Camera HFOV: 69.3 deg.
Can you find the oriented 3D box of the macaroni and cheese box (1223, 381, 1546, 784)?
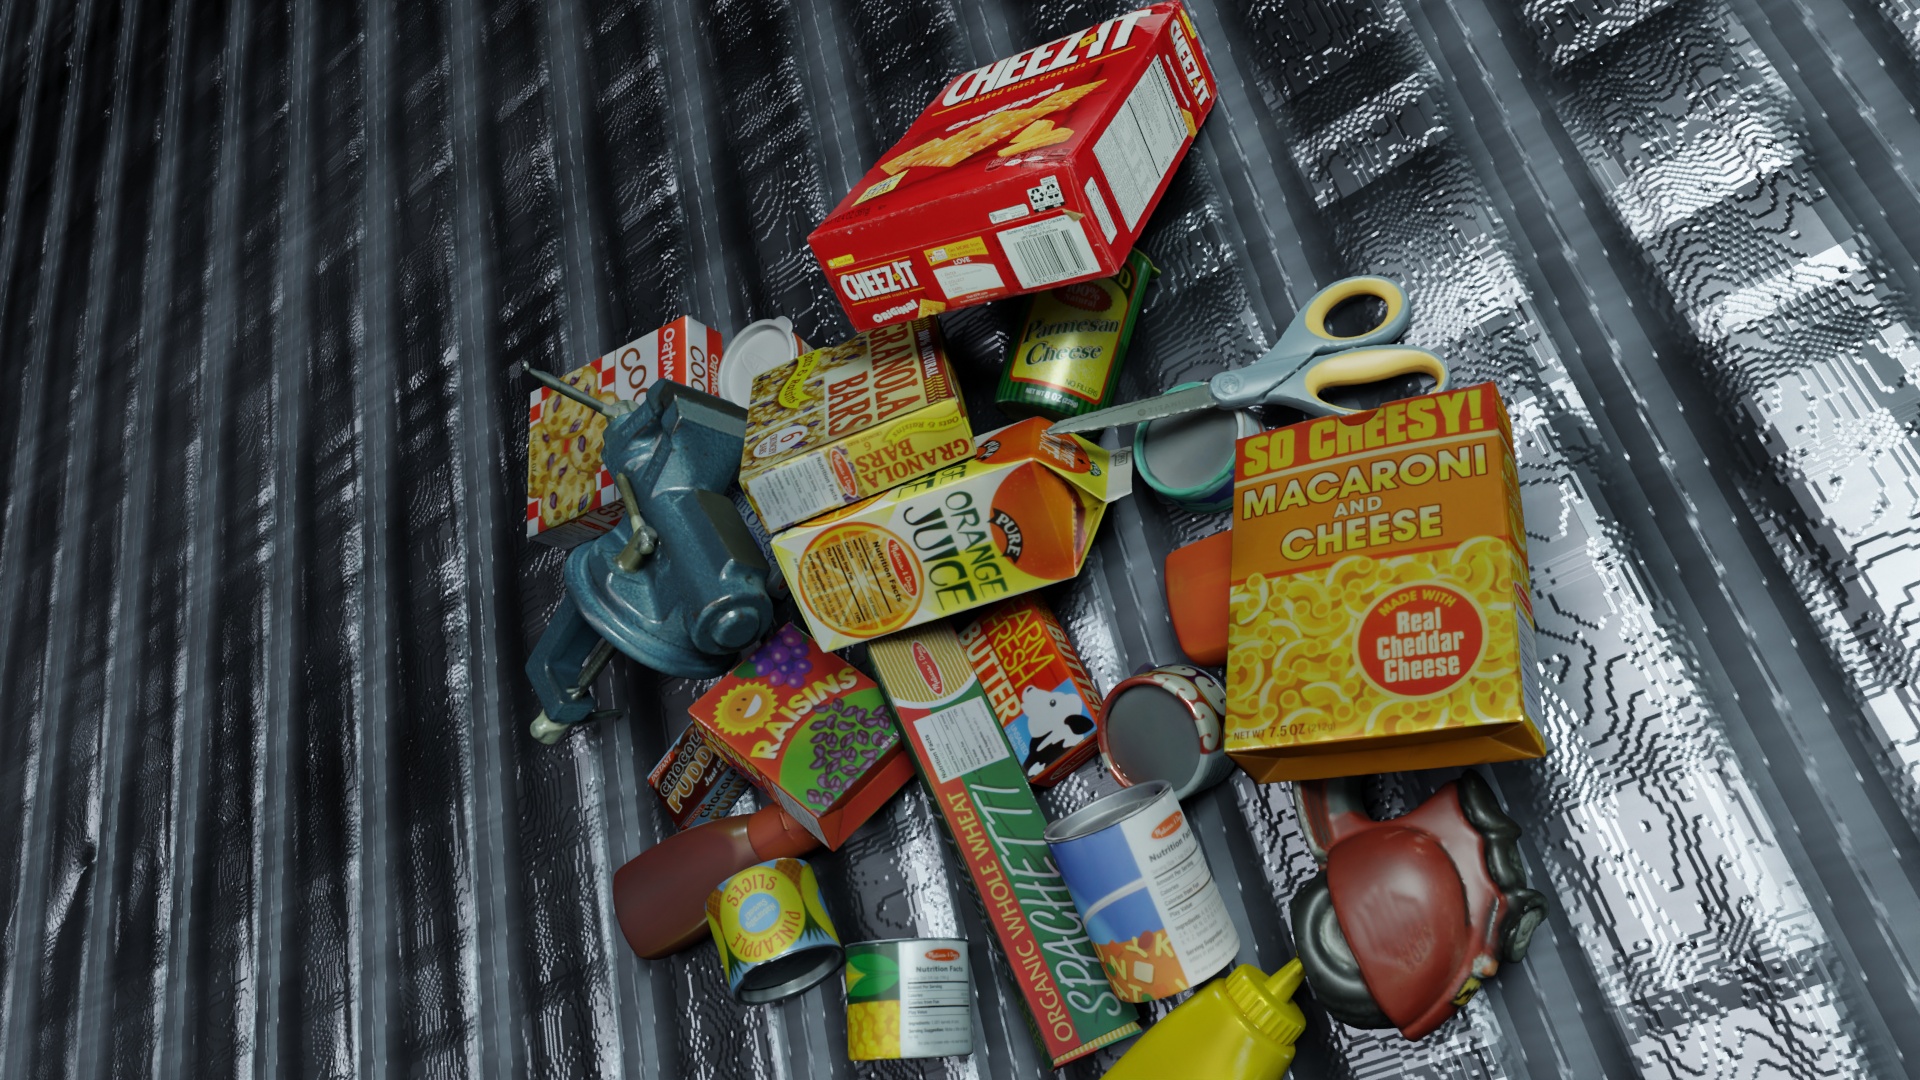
[{"bbox_3d":[0.182,0.017,0.611,0.123,0.040,0.167,-12,53,30],"label":"macaroni and cheese box"}]

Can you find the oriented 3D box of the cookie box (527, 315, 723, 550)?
[{"bbox_3d":[-0.244,-0.076,1.012,0.167,0.040,0.123,-19,64,30],"label":"cookie box"}]

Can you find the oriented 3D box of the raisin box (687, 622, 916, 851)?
[{"bbox_3d":[-0.087,0.111,0.812,0.123,0.040,0.086,30,61,36],"label":"raisin box"}]

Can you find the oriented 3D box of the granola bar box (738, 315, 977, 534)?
[{"bbox_3d":[-0.061,-0.075,0.805,0.124,0.039,0.166,-20,26,4],"label":"granola bar box"}]

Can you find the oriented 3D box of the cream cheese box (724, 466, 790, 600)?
[{"bbox_3d":[-0.133,-0.013,0.921,0.053,0.024,0.104,-51,53,8],"label":"cream cheese box"}]

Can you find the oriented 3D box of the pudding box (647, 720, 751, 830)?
[{"bbox_3d":[-0.155,0.138,0.880,0.083,0.030,0.050,-50,53,10],"label":"pudding box"}]

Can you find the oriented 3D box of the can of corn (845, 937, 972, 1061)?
[{"bbox_3d":[-0.029,0.242,0.733,0.071,0.071,0.058,-16,66,30],"label":"can of corn"}]

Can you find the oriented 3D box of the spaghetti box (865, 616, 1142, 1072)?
[{"bbox_3d":[0.017,0.150,0.731,0.050,0.028,0.251,-19,62,-14],"label":"spaghetti box"}]

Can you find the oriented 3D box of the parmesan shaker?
[{"bbox_3d":[0.067,-0.115,0.792,0.071,0.071,0.103,11,81,37],"label":"parmesan shaker"}]

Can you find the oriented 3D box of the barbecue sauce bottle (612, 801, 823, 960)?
[{"bbox_3d":[-0.144,0.197,0.842,0.148,0.043,0.065,-33,66,21],"label":"barbecue sauce bottle"}]

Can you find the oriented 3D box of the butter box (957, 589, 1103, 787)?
[{"bbox_3d":[0.041,0.078,0.766,0.053,0.024,0.104,-40,56,18],"label":"butter box"}]

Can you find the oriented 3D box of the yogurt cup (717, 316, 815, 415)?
[{"bbox_3d":[-0.119,-0.106,0.925,0.072,0.054,0.072,-12,68,32],"label":"yogurt cup"}]

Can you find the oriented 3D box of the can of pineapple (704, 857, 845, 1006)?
[{"bbox_3d":[-0.107,0.222,0.792,0.071,0.071,0.058,-40,56,18],"label":"can of pineapple"}]

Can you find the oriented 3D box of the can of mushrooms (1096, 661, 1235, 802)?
[{"bbox_3d":[0.102,0.095,0.698,0.071,0.033,0.071,8,102,40],"label":"can of mushrooms"}]

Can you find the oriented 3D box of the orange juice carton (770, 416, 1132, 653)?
[{"bbox_3d":[0.003,-0.010,0.762,0.192,0.072,0.072,-18,19,13],"label":"orange juice carton"}]

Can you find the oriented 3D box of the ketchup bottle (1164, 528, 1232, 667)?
[{"bbox_3d":[0.175,0.013,0.683,0.148,0.043,0.065,-22,59,27],"label":"ketchup bottle"}]

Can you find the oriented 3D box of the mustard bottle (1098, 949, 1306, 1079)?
[{"bbox_3d":[0.114,0.246,0.641,0.160,0.049,0.065,-51,53,9],"label":"mustard bottle"}]

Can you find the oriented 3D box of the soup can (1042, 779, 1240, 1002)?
[{"bbox_3d":[0.084,0.166,0.662,0.071,0.071,0.084,-25,88,26],"label":"soup can"}]

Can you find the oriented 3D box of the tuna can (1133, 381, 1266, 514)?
[{"bbox_3d":[0.127,-0.048,0.745,0.071,0.033,0.071,-12,67,31],"label":"tuna can"}]
